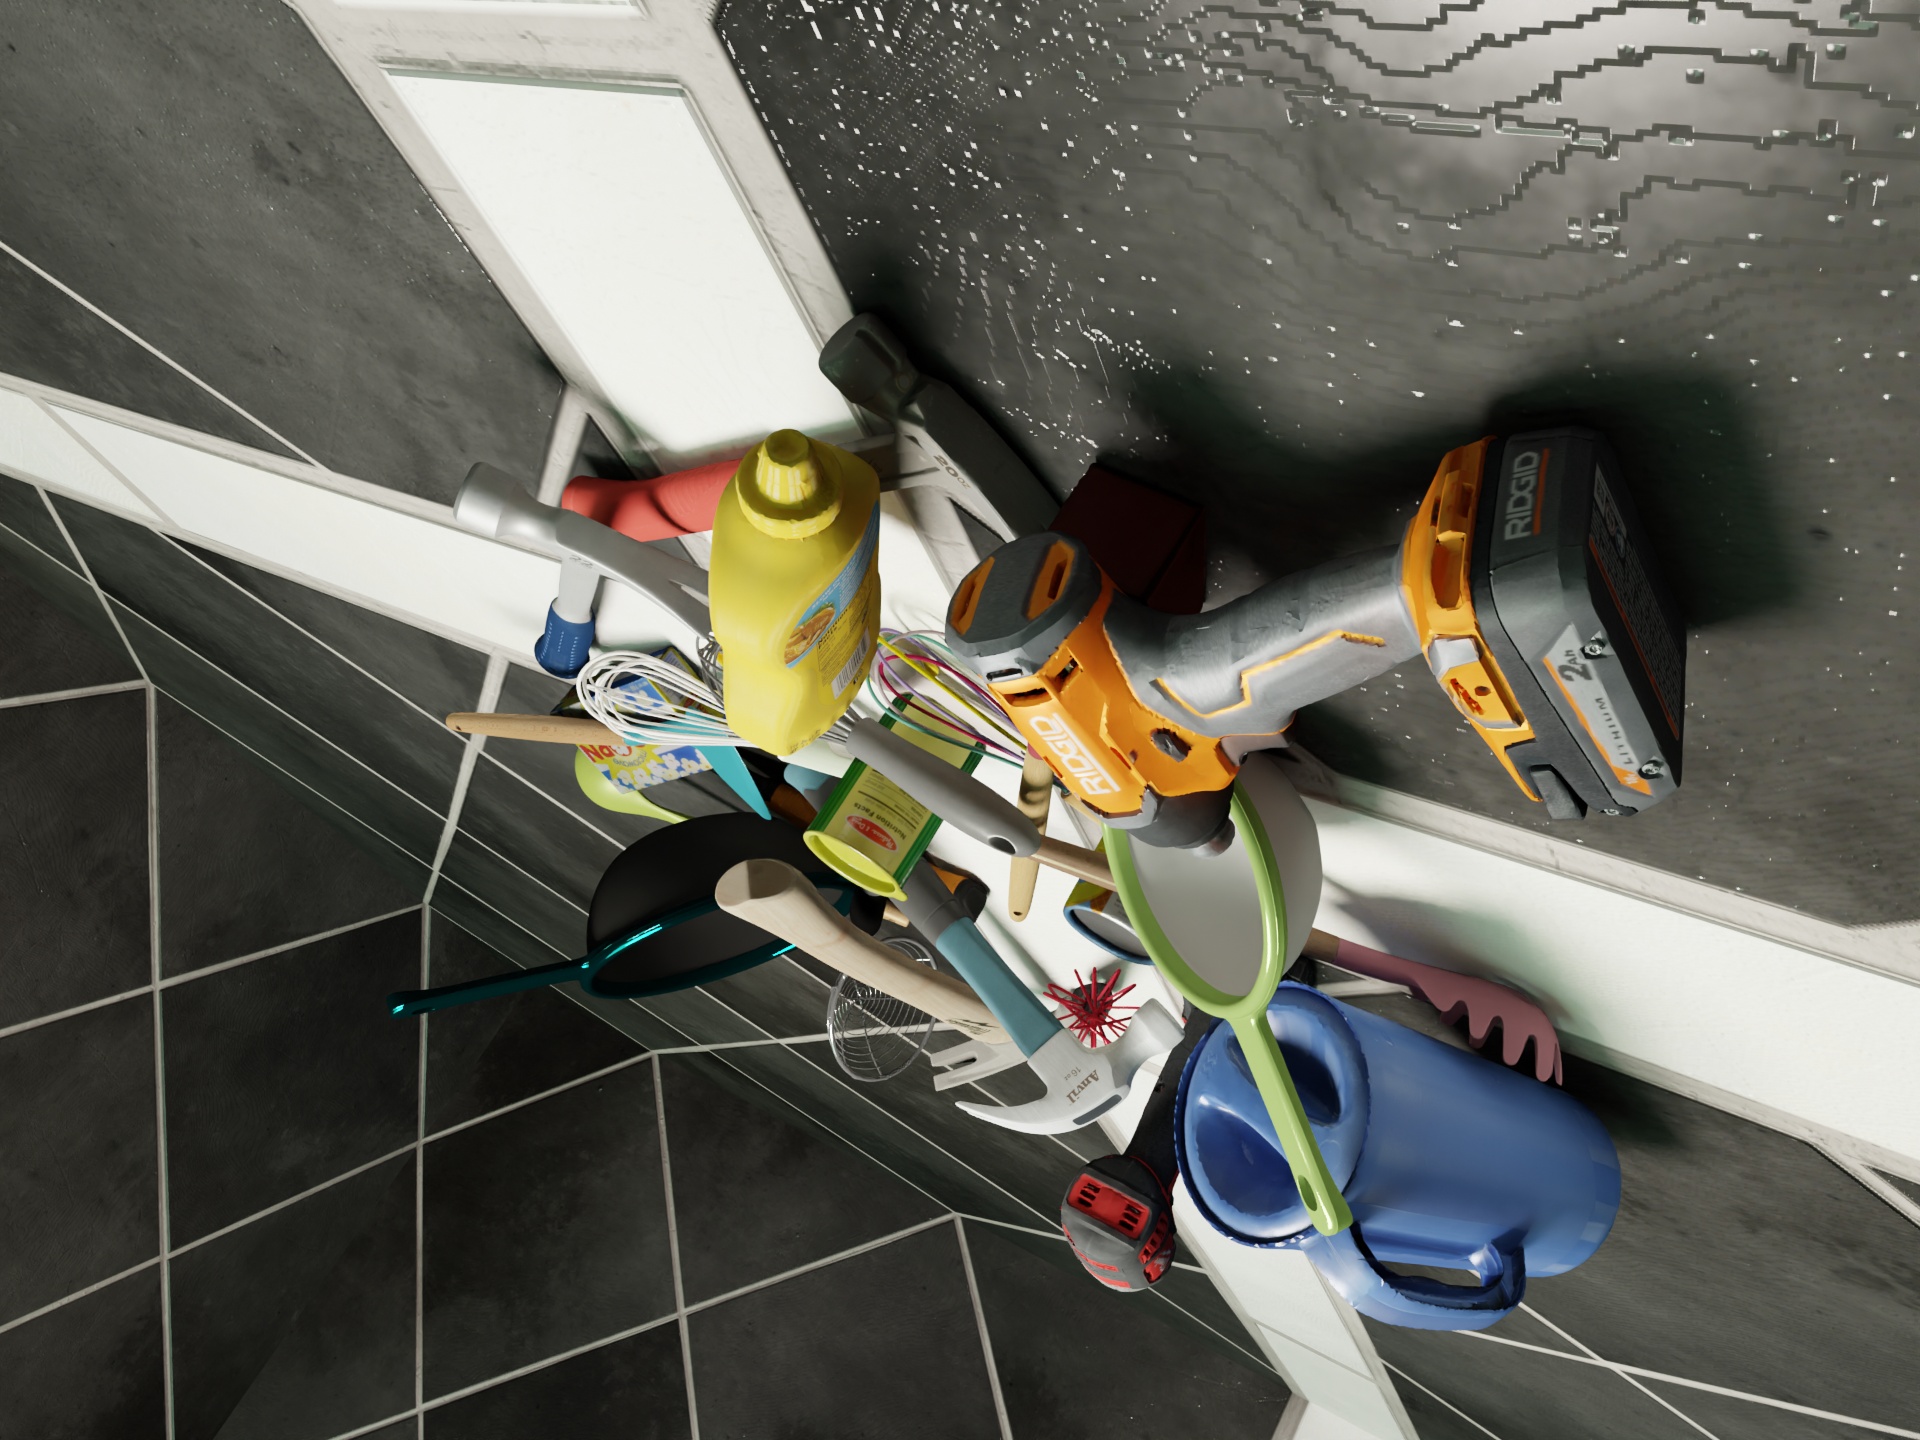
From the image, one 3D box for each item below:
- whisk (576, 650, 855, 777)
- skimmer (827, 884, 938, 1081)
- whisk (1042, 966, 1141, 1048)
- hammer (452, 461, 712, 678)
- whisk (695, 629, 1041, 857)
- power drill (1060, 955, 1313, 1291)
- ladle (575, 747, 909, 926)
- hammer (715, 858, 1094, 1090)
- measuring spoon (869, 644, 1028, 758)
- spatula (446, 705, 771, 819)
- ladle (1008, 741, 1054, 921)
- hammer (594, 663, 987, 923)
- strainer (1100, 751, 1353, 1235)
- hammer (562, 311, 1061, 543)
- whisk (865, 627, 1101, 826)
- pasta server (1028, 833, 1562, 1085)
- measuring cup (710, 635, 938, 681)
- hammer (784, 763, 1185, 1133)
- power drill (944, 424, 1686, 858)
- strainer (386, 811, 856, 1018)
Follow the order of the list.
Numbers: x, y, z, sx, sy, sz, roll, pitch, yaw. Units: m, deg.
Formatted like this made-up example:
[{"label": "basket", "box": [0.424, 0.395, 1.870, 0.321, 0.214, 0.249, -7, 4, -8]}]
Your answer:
[{"label": "whisk", "box": [-0.115, 0.009, 0.978, 0.246, 0.058, 0.059, 17, 125, -18]}, {"label": "skimmer", "box": [-0.052, 0.194, 1.245, 0.090, 0.127, 0.363, 33, 157, 8]}, {"label": "whisk", "box": [0.092, 0.200, 1.096, 0.073, 0.073, 0.295, 29, 177, 7]}, {"label": "hammer", "box": [-0.239, -0.068, 1.002, 0.144, 0.035, 0.405, 24, 168, -12]}, {"label": "whisk", "box": [-0.055, 0.011, 0.867, 0.239, 0.055, 0.055, 31, 160, 23]}, {"label": "power drill", "box": [0.137, 0.243, 0.977, 0.079, 0.220, 0.143, 22, 157, 24]}, {"label": "ladle", "box": [-0.184, 0.094, 1.358, 0.320, 0.062, 0.078, 24, 157, 2]}, {"label": "hammer", "box": [-0.051, 0.190, 1.157, 0.146, 0.038, 0.410, -25, 145, 19]}, {"label": "measuring spoon", "box": [-0.001, -0.003, 0.896, 0.124, 0.018, 0.034, 32, 147, -13]}, {"label": "spatula", "box": [-0.257, 0.014, 1.111, 0.317, 0.044, 0.082, 3, 132, 33]}, {"label": "ladle", "box": [0.042, 0.030, 0.831, 0.069, 0.031, 0.315, 12, 146, 5]}, {"label": "hammer", "box": [-0.131, 0.067, 1.219, 0.337, 0.034, 0.127, 28, 158, 10]}, {"label": "strainer", "box": [0.150, 0.111, 0.760, 0.256, 0.069, 0.151, 69, 159, 7]}, {"label": "hammer", "box": [-0.098, -0.108, 0.789, 0.149, 0.037, 0.359, 45, 155, -29]}, {"label": "whisk", "box": [0.046, 0.024, 0.873, 0.244, 0.051, 0.047, 36, 153, -18]}, {"label": "pasta server", "box": [0.170, 0.120, 0.844, 0.316, 0.040, 0.060, 19, 177, 2]}, {"label": "measuring cup", "box": [-0.077, -0.042, 0.933, 0.156, 0.029, 0.062, 4, 145, 30]}, {"label": "hammer", "box": [-0.011, 0.124, 1.001, 0.331, 0.128, 0.033, 46, 178, 35]}, {"label": "power drill", "box": [0.126, -0.010, 0.560, 0.226, 0.084, 0.164, -9, 137, 36]}, {"label": "strainer", "box": [-0.244, 0.134, 1.148, 0.211, 0.340, 0.095, -50, 55, 55]}]
